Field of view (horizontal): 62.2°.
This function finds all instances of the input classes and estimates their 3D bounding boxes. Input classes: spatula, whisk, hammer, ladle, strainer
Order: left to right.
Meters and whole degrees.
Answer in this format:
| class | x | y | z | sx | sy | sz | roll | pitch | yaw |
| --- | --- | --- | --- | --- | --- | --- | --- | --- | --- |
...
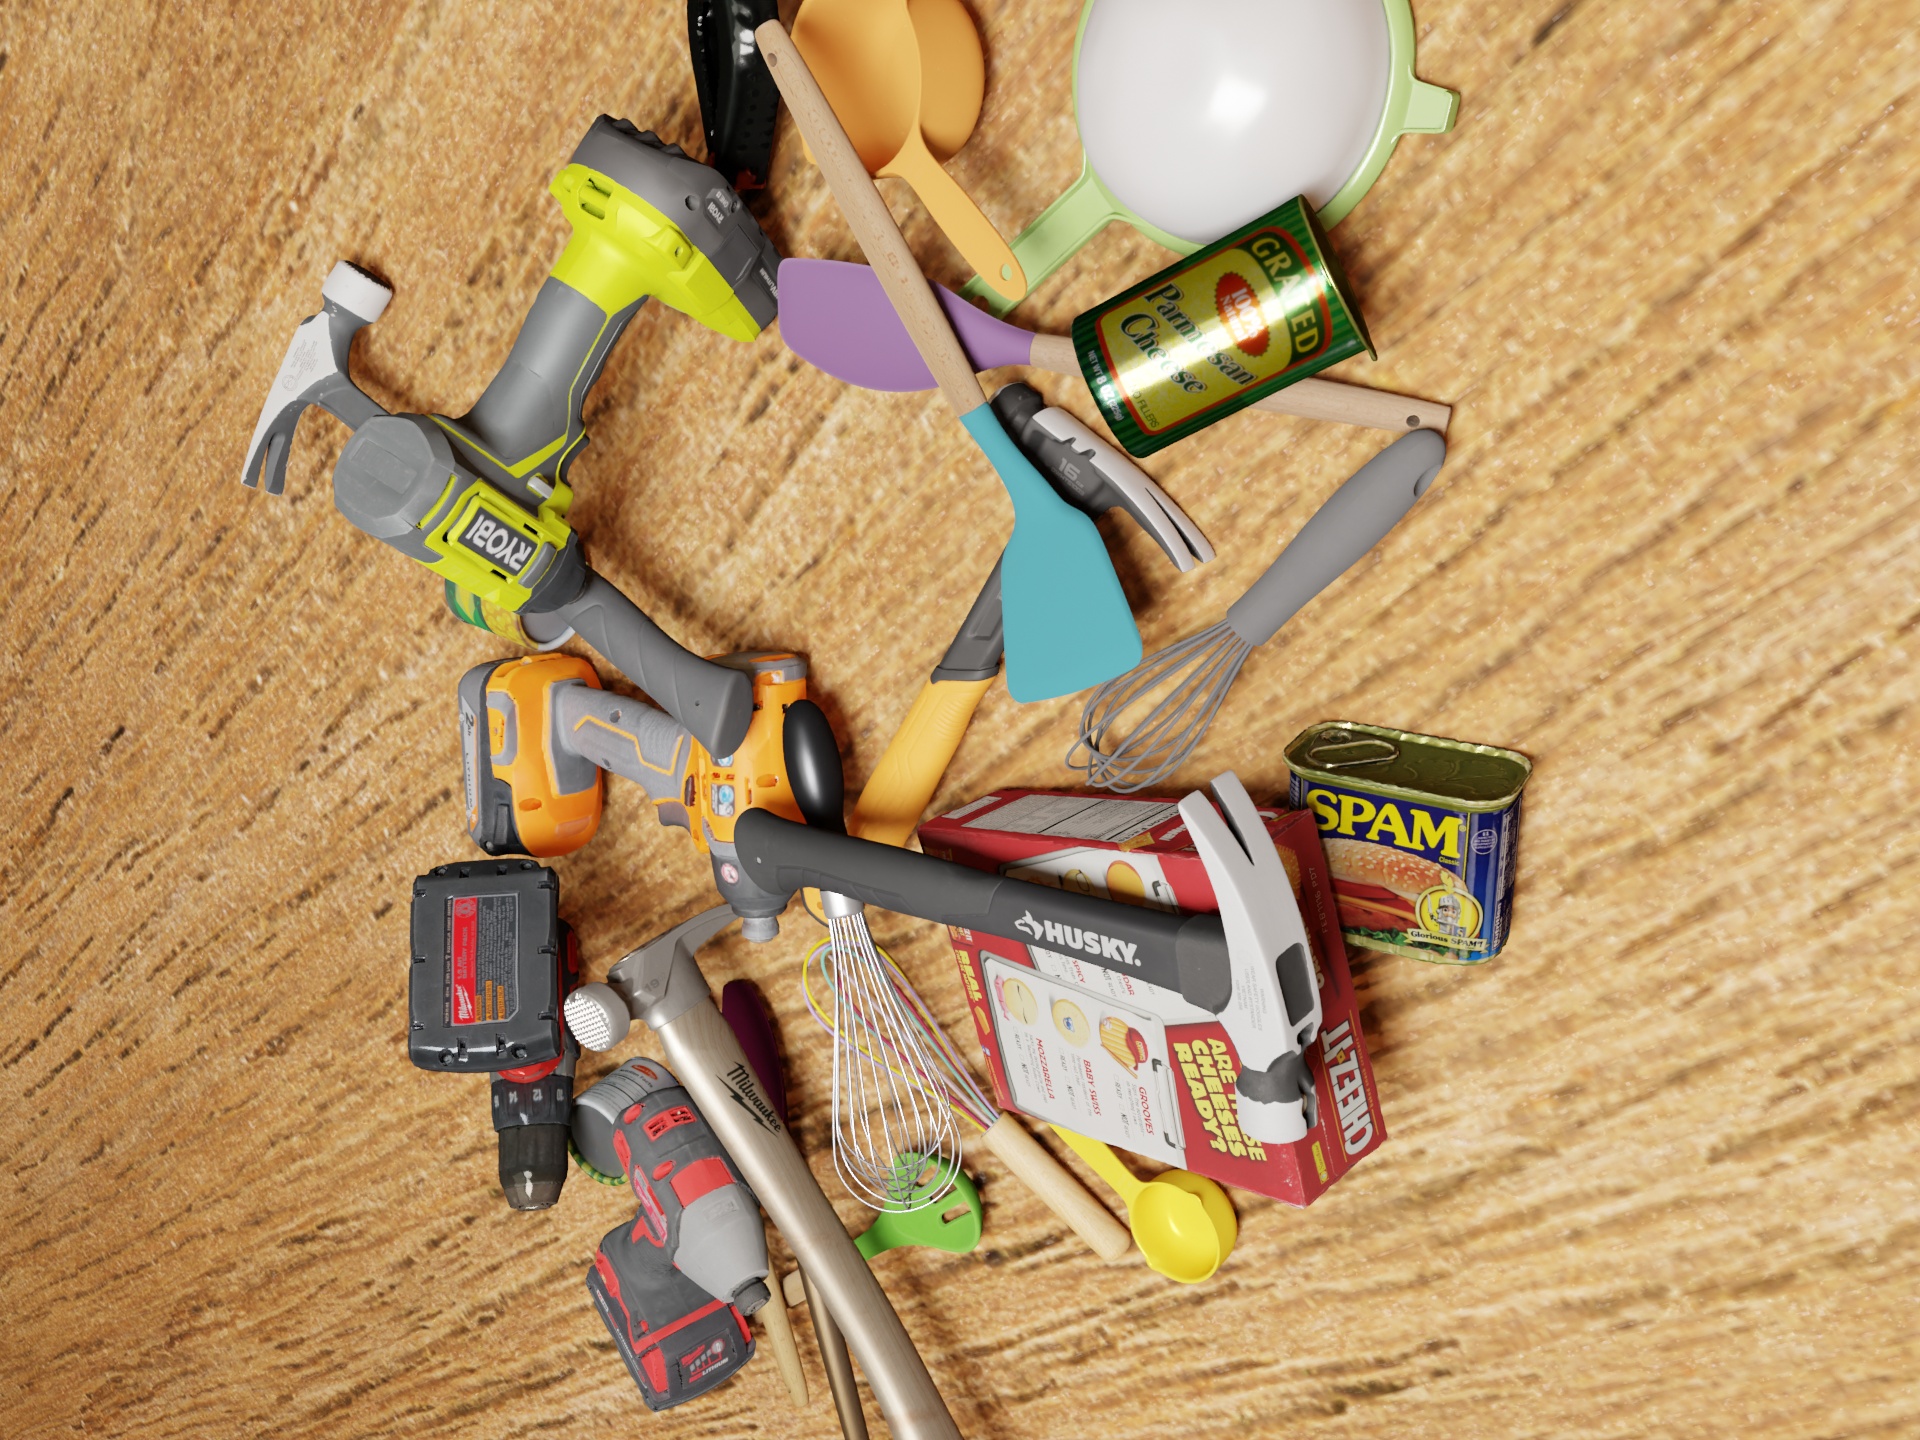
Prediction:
| class | x | y | z | sx | sy | sz | roll | pitch | yaw |
| --- | --- | --- | --- | --- | --- | --- | --- | --- | --- |
| hammer | -0.265 | -0.106 | 0.901 | 0.409 | 0.036 | 0.149 | 38 | 98 | 23 |
| ladle | -0.148 | 0.301 | 1.035 | 0.069 | 0.031 | 0.315 | -7 | 100 | 55 |
| hammer | -0.074 | 0.303 | 0.930 | 0.038 | 0.146 | 0.410 | -27 | 93 | 40 |
| whisk | -0.058 | 0.128 | 0.856 | 0.070 | 0.070 | 0.284 | -10 | 94 | 36 |
| spatula | -0.012 | -0.158 | 0.706 | 0.082 | 0.044 | 0.317 | -18 | 107 | 45 |
| hammer | -0.001 | -0.003 | 0.826 | 0.127 | 0.034 | 0.336 | 42 | 126 | 15 |
| whisk | 0.005 | 0.212 | 0.906 | 0.245 | 0.047 | 0.051 | 43 | 126 | 7 |
| hammer | 0.009 | 0.077 | 0.720 | 0.335 | 0.035 | 0.146 | 9 | 116 | 44 |
| spatula | 0.057 | -0.159 | 0.708 | 0.316 | 0.018 | 0.059 | 14 | 125 | 20 |
| strainer | 0.063 | -0.234 | 0.666 | 0.256 | 0.069 | 0.151 | -34 | 88 | 37 |
| whisk | 0.126 | -0.044 | 0.710 | 0.055 | 0.055 | 0.239 | 49 | 126 | 9 |

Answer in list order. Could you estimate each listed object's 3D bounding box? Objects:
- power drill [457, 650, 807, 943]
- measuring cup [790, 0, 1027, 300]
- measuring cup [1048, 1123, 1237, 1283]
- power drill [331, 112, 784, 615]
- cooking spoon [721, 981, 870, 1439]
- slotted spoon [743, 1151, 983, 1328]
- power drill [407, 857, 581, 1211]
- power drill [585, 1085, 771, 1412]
| class | x | y | z | sx | sy | sz | roll | pitch | yaw |
| --- | --- | --- | --- | --- | --- | --- | --- | --- | --- |
| power drill | -0.185 | 0.040 | 0.928 | 0.226 | 0.084 | 0.164 | 3 | 100 | 30 |
| measuring cup | -0.007 | -0.255 | 0.705 | 0.174 | 0.052 | 0.095 | 55 | 137 | 12 |
| measuring cup | 0.089 | 0.239 | 0.873 | 0.157 | 0.029 | 0.062 | 42 | 127 | 28 |
| power drill | -0.184 | -0.160 | 0.775 | 0.080 | 0.171 | 0.223 | 32 | 87 | 20 |
| cooking spoon | -0.101 | 0.319 | 1.005 | 0.069 | 0.017 | 0.319 | -13 | 92 | 53 |
| slotted spoon | -0.079 | 0.347 | 1.024 | 0.070 | 0.031 | 0.313 | 53 | 130 | 7 |
| power drill | -0.271 | 0.192 | 0.963 | 0.226 | 0.080 | 0.188 | 106 | 159 | -67 |
| power drill | -0.173 | 0.341 | 1.005 | 0.143 | 0.078 | 0.219 | 51 | 144 | 28 |
